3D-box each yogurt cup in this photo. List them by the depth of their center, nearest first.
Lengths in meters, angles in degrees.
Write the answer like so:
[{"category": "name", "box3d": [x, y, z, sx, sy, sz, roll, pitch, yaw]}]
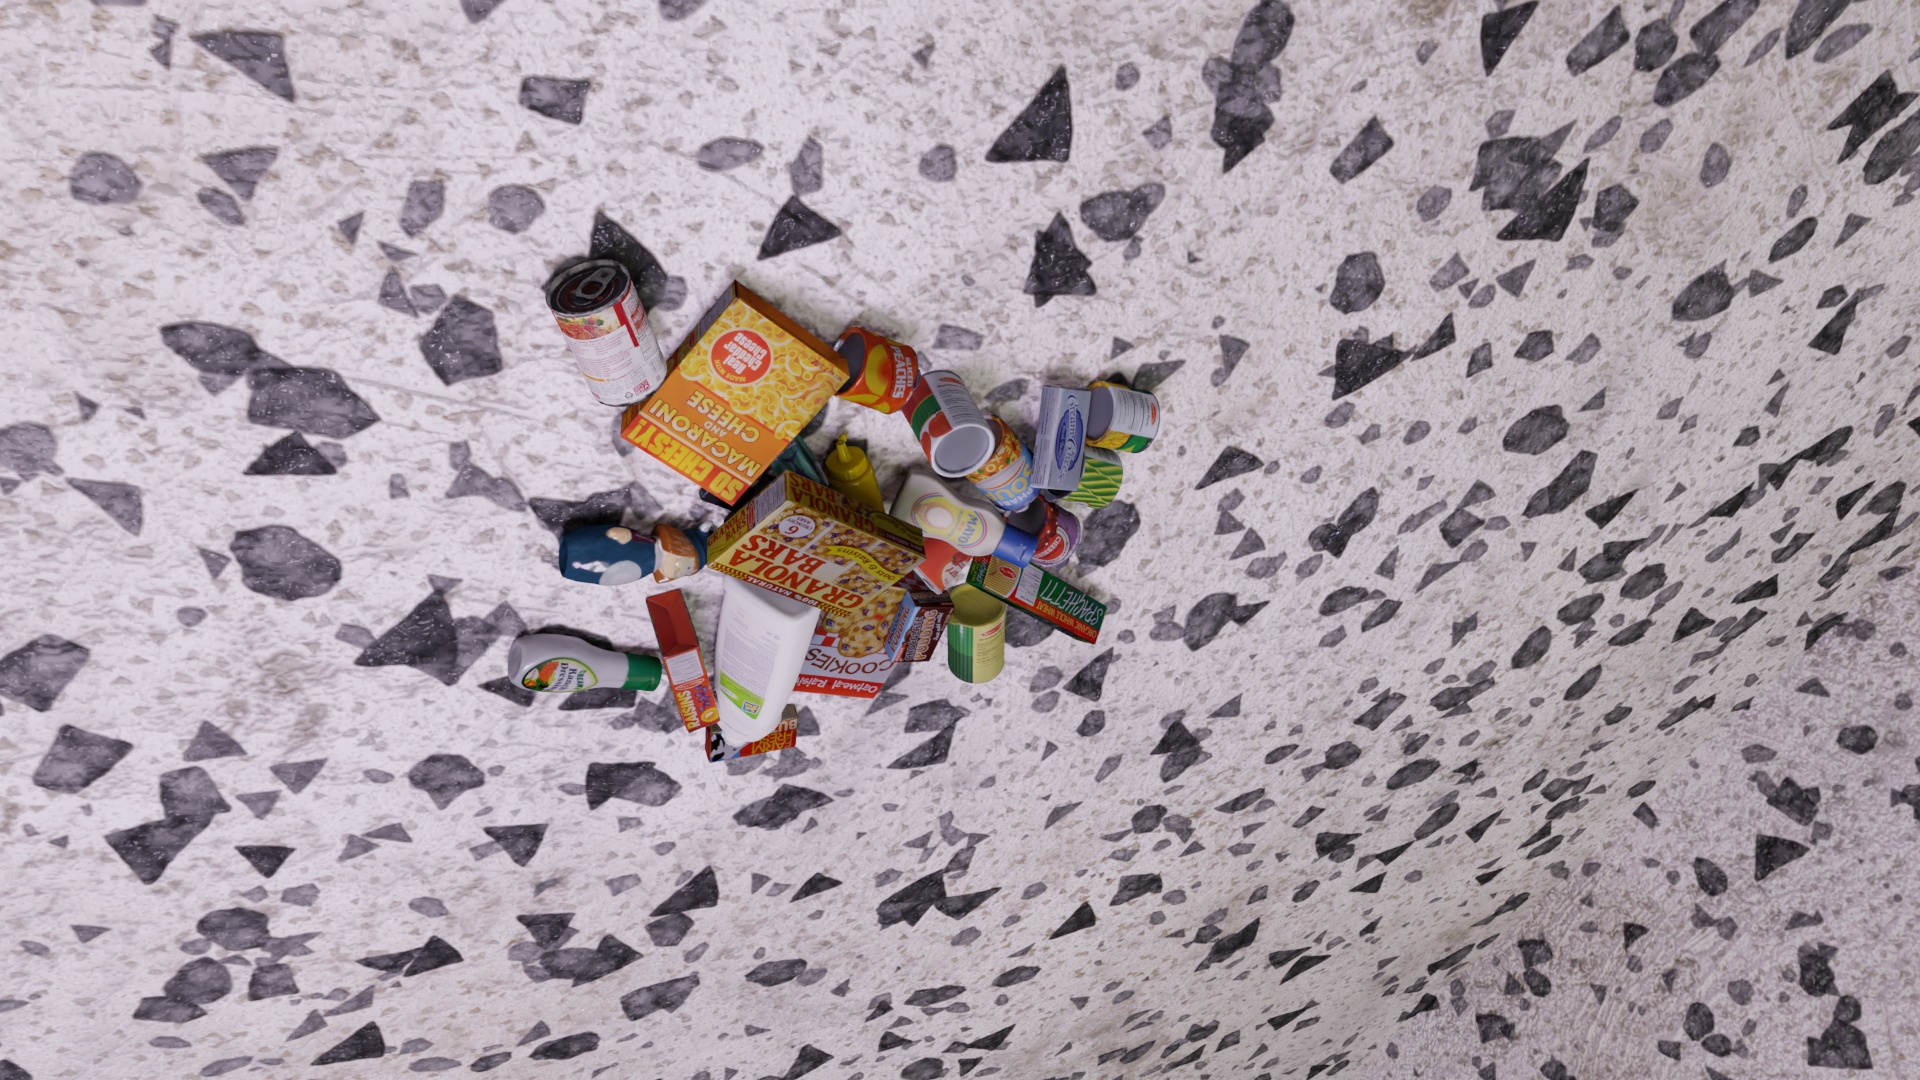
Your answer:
[{"category": "yogurt cup", "box3d": [-0.024, 0.014, 1.450, 0.054, 0.072, 0.072, -41, 138, 3]}]

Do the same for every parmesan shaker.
[{"category": "parmesan shaker", "box3d": [0.015, 0.106, 1.559, 0.071, 0.071, 0.102, -15, 138, -14]}]

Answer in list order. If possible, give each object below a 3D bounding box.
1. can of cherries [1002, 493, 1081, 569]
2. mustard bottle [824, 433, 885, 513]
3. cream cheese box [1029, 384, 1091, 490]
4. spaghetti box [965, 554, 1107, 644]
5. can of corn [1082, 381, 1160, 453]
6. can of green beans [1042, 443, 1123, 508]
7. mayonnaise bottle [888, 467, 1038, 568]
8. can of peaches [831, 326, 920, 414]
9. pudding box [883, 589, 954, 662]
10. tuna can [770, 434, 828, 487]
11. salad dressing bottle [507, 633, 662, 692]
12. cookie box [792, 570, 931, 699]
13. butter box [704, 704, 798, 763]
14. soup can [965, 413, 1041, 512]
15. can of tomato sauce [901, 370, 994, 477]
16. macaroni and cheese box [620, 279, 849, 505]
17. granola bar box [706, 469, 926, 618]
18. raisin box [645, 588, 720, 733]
[{"category": "can of cherries", "box3d": [0.086, -0.010, 1.477, 0.071, 0.072, 0.058, -43, 136, 17]}, {"category": "mustard bottle", "box3d": [-0.103, -0.043, 1.352, 0.049, 0.065, 0.159, -20, 133, -9]}, {"category": "cream cheese box", "box3d": [0.099, -0.102, 1.380, 0.053, 0.024, 0.103, 0, 99, -49]}, {"category": "spaghetti box", "box3d": [0.089, 0.061, 1.546, 0.250, 0.028, 0.050, 30, 75, -51]}, {"category": "can of corn", "box3d": [0.157, -0.124, 1.406, 0.058, 0.071, 0.070, 8, 128, -33]}, {"category": "can of green beans", "box3d": [0.126, -0.070, 1.442, 0.058, 0.071, 0.071, 14, 124, -37]}, {"category": "mayonnaise bottle", "box3d": [0.005, -0.018, 1.399, 0.148, 0.041, 0.064, 24, 105, -8]}, {"category": "can of peaches", "box3d": [-0.079, -0.153, 1.246, 0.058, 0.071, 0.071, 16, 123, -37]}, {"category": "pudding box", "box3d": [-0.045, 0.091, 1.480, 0.050, 0.030, 0.083, 3, 129, -30]}, {"category": "tuna can", "box3d": [-0.154, -0.071, 1.292, 0.033, 0.071, 0.071, -32, 139, 4]}, {"category": "salad dressing bottle", "box3d": [-0.374, 0.127, 1.391, 0.148, 0.044, 0.064, 10, 128, -35]}, {"category": "cookie box", "box3d": [-0.113, 0.098, 1.505, 0.123, 0.040, 0.166, 11, 125, -36]}, {"category": "butter box", "box3d": [-0.236, 0.218, 1.572, 0.104, 0.024, 0.052, -8, 135, -21]}, {"category": "soup can", "box3d": [0.038, -0.076, 1.384, 0.071, 0.071, 0.083, -37, 138, 10]}, {"category": "can of tomato sauce", "box3d": [-0.012, -0.109, 1.315, 0.071, 0.083, 0.070, -15, 137, -14]}, {"category": "macaroni and cheese box", "box3d": [-0.197, -0.126, 1.211, 0.123, 0.040, 0.166, 34, 112, -28]}, {"category": "granola bar box", "box3d": [-0.135, 0.006, 1.304, 0.165, 0.039, 0.123, 24, 133, -37]}, {"category": "raisin box", "box3d": [-0.280, 0.122, 1.404, 0.040, 0.086, 0.122, -18, 138, -13]}]
